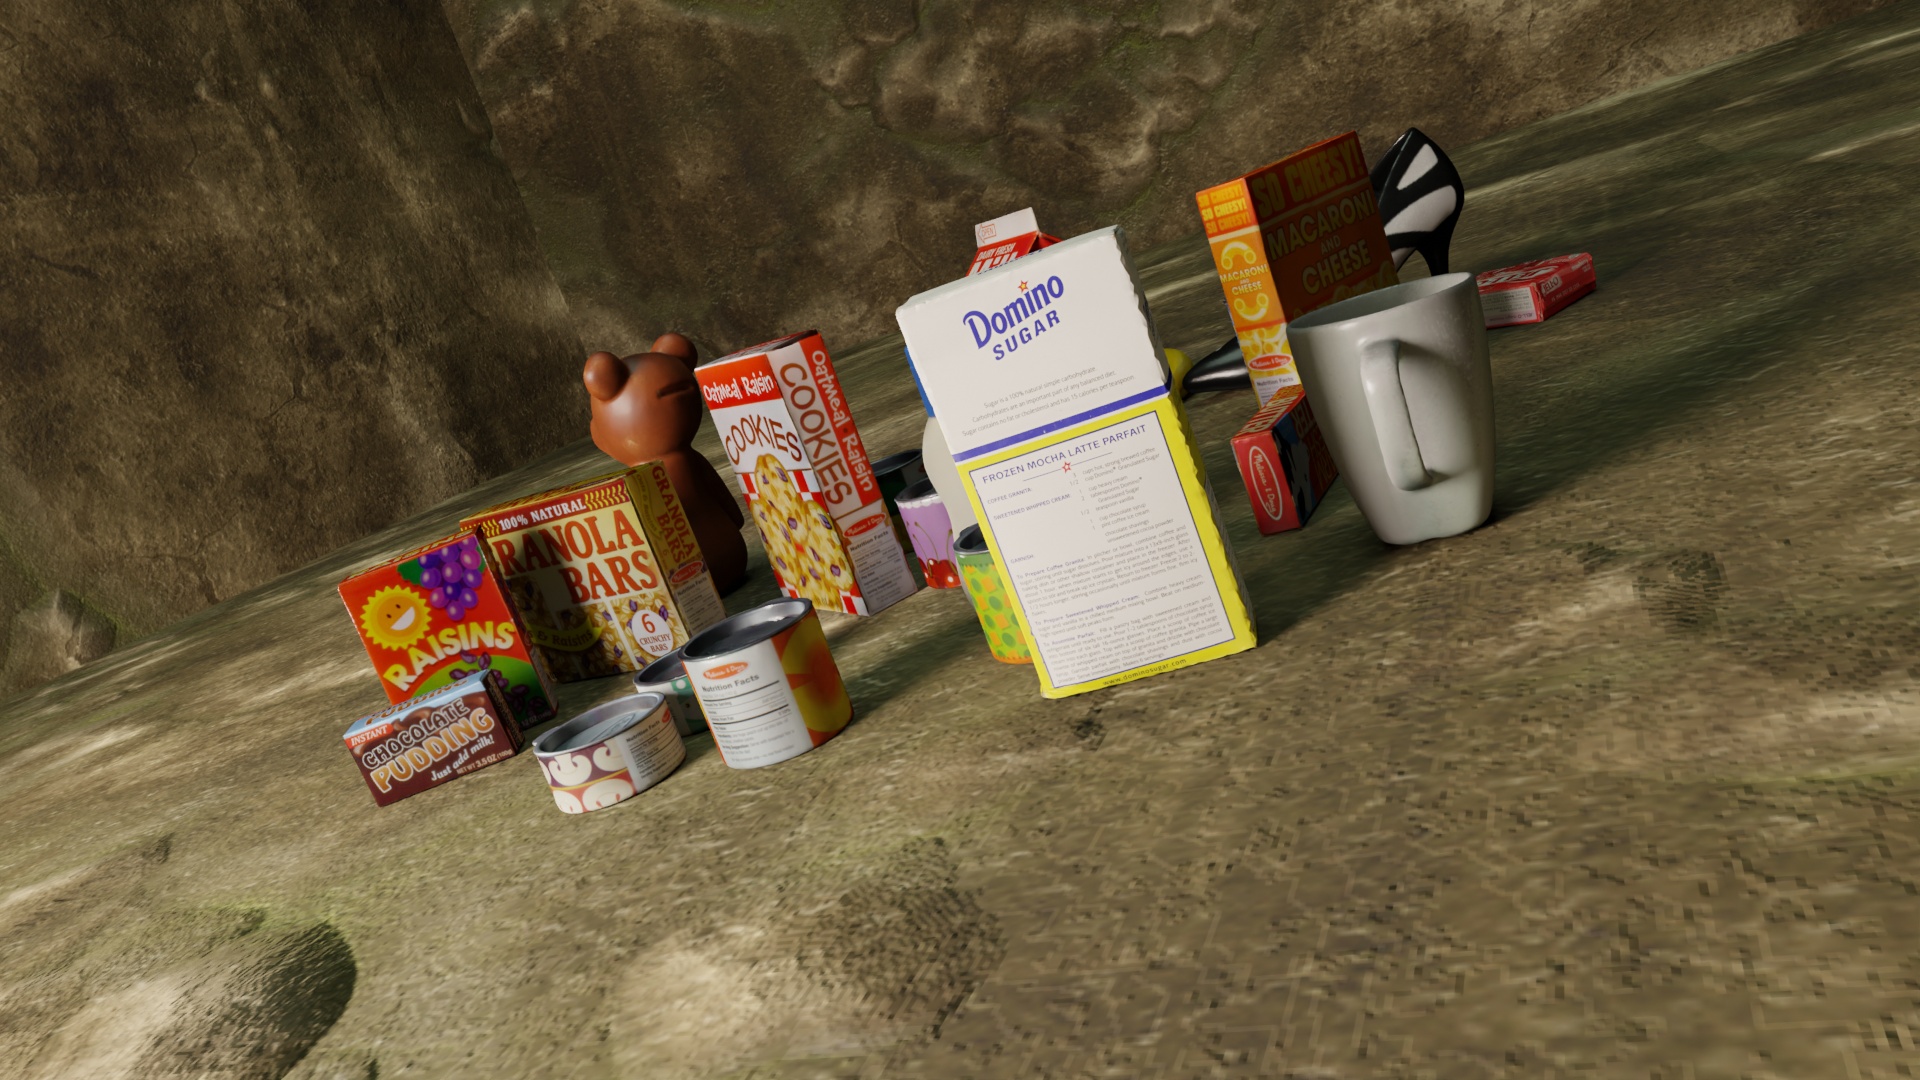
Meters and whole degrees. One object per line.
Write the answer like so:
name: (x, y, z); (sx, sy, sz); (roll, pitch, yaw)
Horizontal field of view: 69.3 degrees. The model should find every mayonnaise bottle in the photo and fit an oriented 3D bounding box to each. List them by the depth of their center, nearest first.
mayonnaise bottle: (0.014, -0.035, 0.709); (0.064, 0.147, 0.041); (-15, 13, 24)

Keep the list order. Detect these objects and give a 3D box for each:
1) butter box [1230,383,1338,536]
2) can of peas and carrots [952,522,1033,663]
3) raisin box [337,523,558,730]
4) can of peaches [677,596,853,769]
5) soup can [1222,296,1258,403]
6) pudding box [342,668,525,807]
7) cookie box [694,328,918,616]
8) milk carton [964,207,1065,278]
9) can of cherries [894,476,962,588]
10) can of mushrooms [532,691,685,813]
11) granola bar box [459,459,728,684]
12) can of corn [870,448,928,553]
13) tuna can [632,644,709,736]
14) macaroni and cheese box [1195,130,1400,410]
butter box: (0.172, -0.045, 0.725); (0.024, 0.053, 0.104); (-13, 14, 31)
can of peas and carrots: (0.035, 0.019, 0.653); (0.071, 0.058, 0.071); (-19, 12, 4)
raisin box: (-0.308, 0.064, 0.842); (0.086, 0.123, 0.040); (-22, 12, -10)
can of peaches: (-0.089, 0.065, 0.648); (0.071, 0.058, 0.071); (-19, 12, 4)
soup can: (0.227, -0.141, 0.975); (0.071, 0.083, 0.071); (-19, 12, 4)
pudding box: (-0.300, 0.112, 0.795); (0.084, 0.049, 0.030); (-21, 12, -5)
cookie box: (-0.097, -0.040, 0.855); (0.040, 0.167, 0.123); (-26, 14, -27)
milk carton: (0.055, -0.093, 0.794); (0.074, 0.190, 0.072); (-25, 13, -23)
can of cherries: (0.003, -0.010, 0.826); (0.071, 0.058, 0.071); (-19, 12, 4)
can of mushrooms: (-0.171, 0.102, 0.674); (0.071, 0.033, 0.071); (-19, 12, 4)
granola bar box: (-0.238, 0.025, 0.897); (0.165, 0.124, 0.039); (-12, 15, 34)
can of corn: (-0.048, -0.024, 0.964); (0.071, 0.058, 0.071); (-19, 12, 4)
tuna can: (-0.134, 0.074, 0.738); (0.071, 0.032, 0.071); (-19, 12, 4)
macaroni and cheese box: (0.212, -0.147, 0.831); (0.124, 0.166, 0.040); (-30, 15, -37)
